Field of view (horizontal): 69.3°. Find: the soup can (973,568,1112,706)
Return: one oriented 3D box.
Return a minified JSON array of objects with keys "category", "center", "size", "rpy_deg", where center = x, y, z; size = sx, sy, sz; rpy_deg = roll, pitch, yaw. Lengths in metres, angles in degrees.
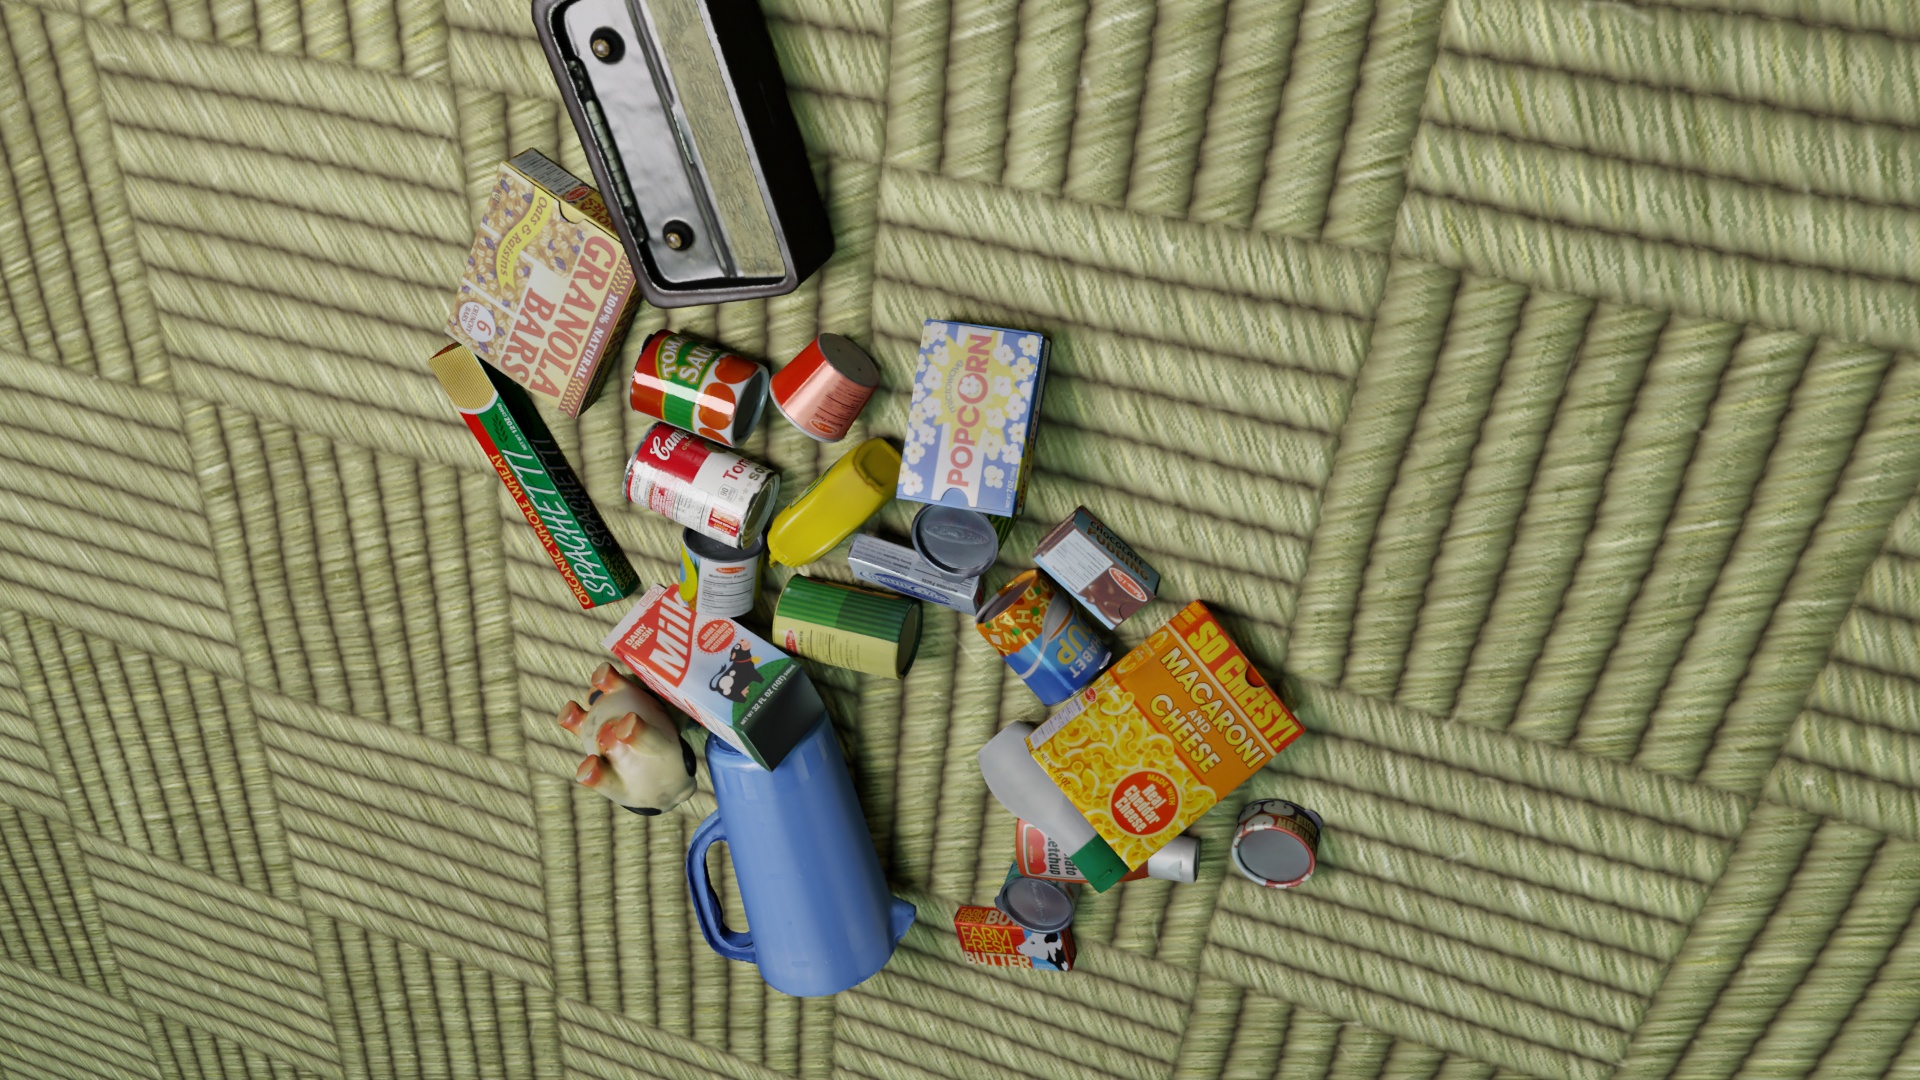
[{"category":"soup can","center":[0.063,0.071,1.045],"size":[0.071,0.072,0.083],"rpy_deg":[-34,103,33]}]

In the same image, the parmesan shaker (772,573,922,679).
[{"category":"parmesan shaker","center":[-0.088,0.070,1.103],"size":[0.103,0.072,0.071],"rpy_deg":[11,123,14]}]

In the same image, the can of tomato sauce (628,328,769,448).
[{"category":"can of tomato sauce","center":[-0.193,-0.114,1.031],"size":[0.083,0.071,0.070],"rpy_deg":[21,125,7]}]

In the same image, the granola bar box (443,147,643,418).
[{"category":"granola bar box","center":[-0.308,-0.190,1.046],"size":[0.124,0.039,0.164],"rpy_deg":[34,126,-2]}]

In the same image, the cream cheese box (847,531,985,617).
[{"category":"cream cheese box","center":[-0.033,0.026,1.065],"size":[0.104,0.024,0.053],"rpy_deg":[18,163,10]}]

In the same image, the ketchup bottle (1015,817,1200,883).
[{"category":"ketchup bottle","center":[0.122,0.254,1.147],"size":[0.149,0.044,0.064],"rpy_deg":[3,111,18]}]

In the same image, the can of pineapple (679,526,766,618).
[{"category":"can of pineapple","center":[-0.191,0.019,1.113],"size":[0.071,0.071,0.057],"rpy_deg":[18,124,10]}]

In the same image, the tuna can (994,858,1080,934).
[{"category":"tuna can","center":[0.067,0.306,1.205],"size":[0.071,0.033,0.070],"rpy_deg":[9,122,15]}]

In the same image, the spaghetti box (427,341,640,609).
[{"category":"spaghetti box","center":[-0.350,-0.053,1.151],"size":[0.050,0.029,0.249],"rpy_deg":[-16,113,29]}]

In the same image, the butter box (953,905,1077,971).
[{"category":"butter box","center":[0.049,0.358,1.248],"size":[0.103,0.024,0.053],"rpy_deg":[-2,119,22]}]

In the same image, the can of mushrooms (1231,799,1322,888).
[{"category":"can of mushrooms","center":[0.250,0.239,1.095],"size":[0.071,0.034,0.070],"rpy_deg":[10,122,16]}]

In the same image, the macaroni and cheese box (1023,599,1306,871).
[{"category":"macaroni and cheese box","center":[0.151,0.144,1.024],"size":[0.166,0.040,0.123],"rpy_deg":[-40,102,3]}]

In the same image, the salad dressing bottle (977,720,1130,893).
[{"category":"salad dressing bottle","center":[0.076,0.214,1.113],"size":[0.064,0.044,0.148],"rpy_deg":[-42,80,10]}]

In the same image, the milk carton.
[{"category":"milk carton","center":[-0.208,0.101,1.129],"size":[0.191,0.072,0.073],"rpy_deg":[28,156,29]}]

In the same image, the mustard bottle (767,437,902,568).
[{"category":"mustard bottle","center":[-0.106,-0.018,1.059],"size":[0.049,0.066,0.159],"rpy_deg":[48,128,-6]}]

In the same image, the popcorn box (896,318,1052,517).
[{"category":"popcorn box","center":[0.010,-0.085,0.956],"size":[0.085,0.038,0.126],"rpy_deg":[10,92,14]}]

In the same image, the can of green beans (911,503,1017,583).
[{"category":"can of green beans","center":[0.004,-0.015,1.021],"size":[0.071,0.058,0.071],"rpy_deg":[9,122,15]}]

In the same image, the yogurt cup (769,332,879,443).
[{"category":"yogurt cup","center":[-0.095,-0.112,0.998],"size":[0.072,0.073,0.053],"rpy_deg":[41,117,-6]}]

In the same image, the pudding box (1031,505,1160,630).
[{"category":"pudding box","center":[0.100,0.021,1.023],"size":[0.083,0.030,0.049],"rpy_deg":[41,124,-7]}]
